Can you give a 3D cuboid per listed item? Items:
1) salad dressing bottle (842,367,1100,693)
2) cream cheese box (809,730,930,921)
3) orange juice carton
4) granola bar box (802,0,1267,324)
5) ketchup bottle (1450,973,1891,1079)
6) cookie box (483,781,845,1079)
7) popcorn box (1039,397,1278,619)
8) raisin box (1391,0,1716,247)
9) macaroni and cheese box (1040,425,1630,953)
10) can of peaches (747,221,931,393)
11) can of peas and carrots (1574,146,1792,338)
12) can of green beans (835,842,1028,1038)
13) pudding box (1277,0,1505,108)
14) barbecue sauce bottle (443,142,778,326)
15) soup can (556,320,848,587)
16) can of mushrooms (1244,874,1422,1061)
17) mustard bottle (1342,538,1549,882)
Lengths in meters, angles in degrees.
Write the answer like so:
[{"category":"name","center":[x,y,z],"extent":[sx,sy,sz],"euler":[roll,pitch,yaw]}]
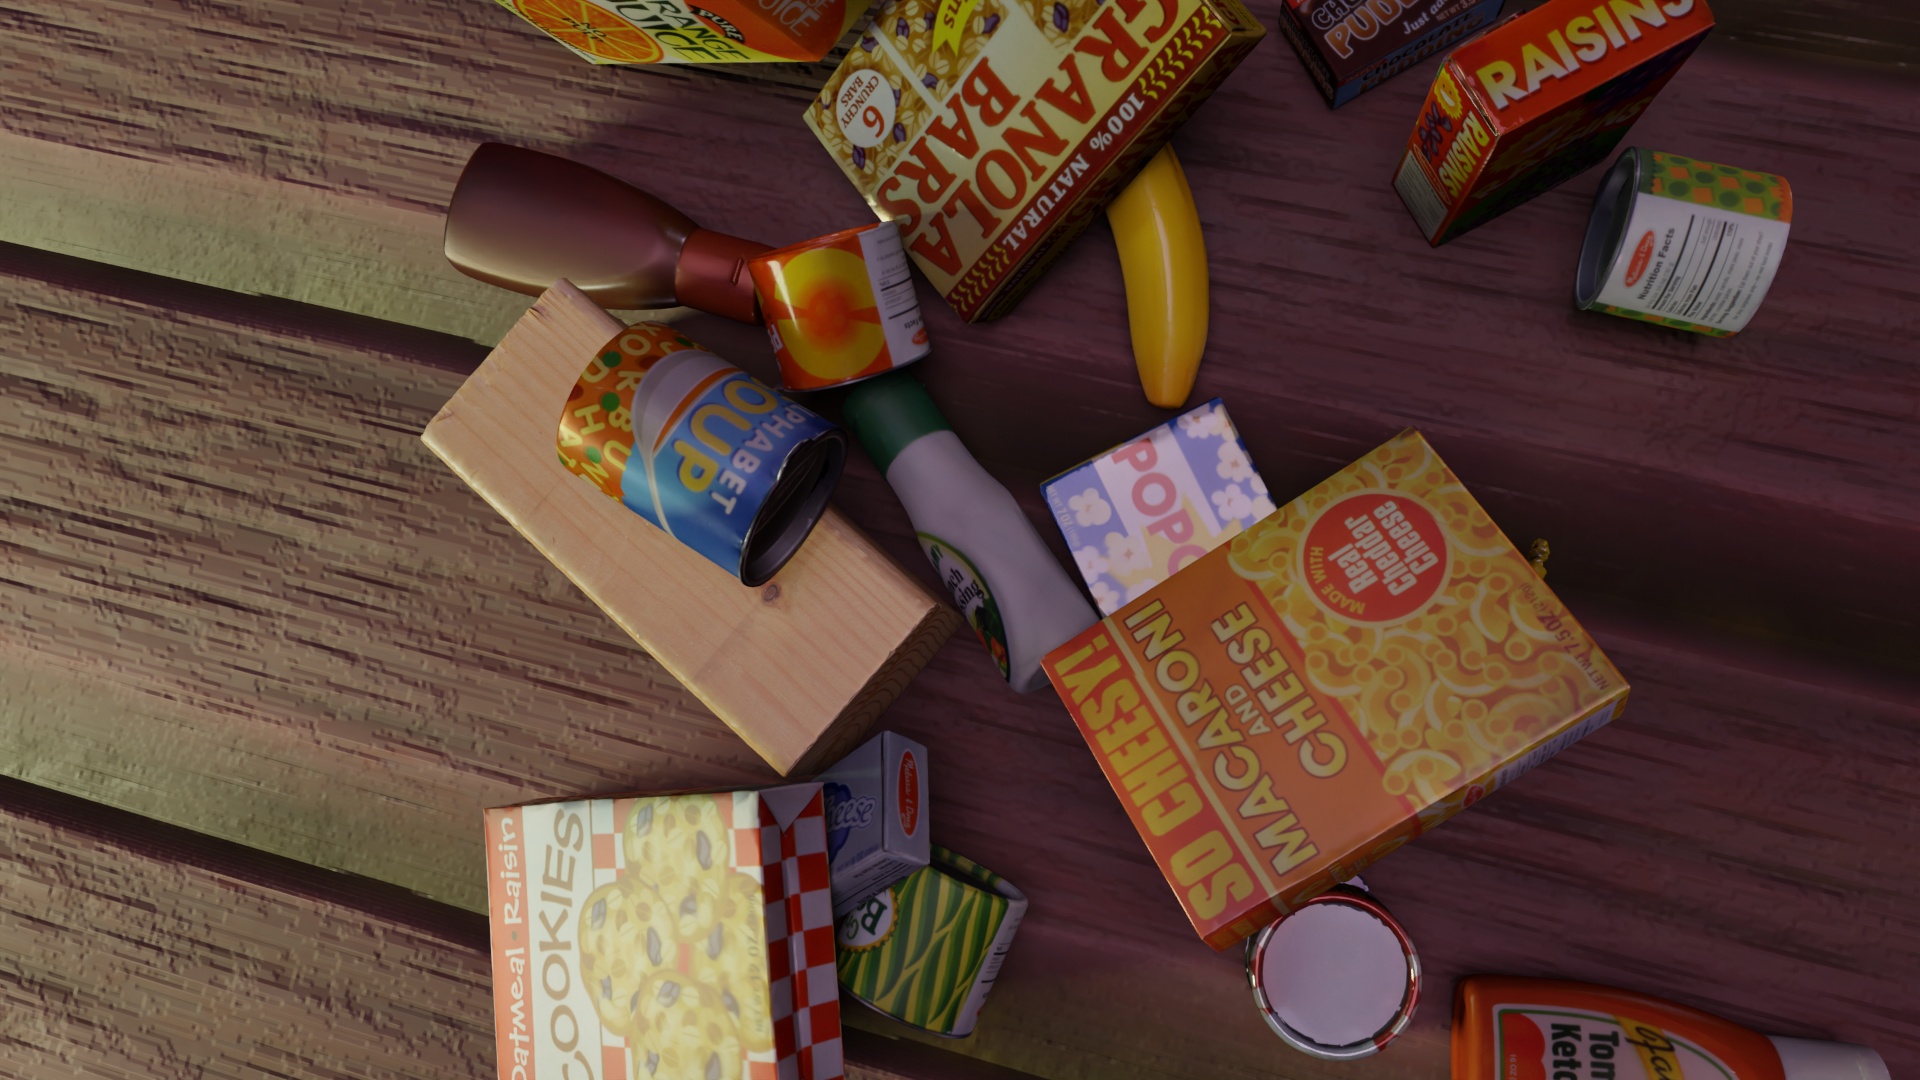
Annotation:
[{"category":"salad dressing bottle","center":[0.002,-0.007,0.584],"extent":[0.044,0.064,0.148],"euler":[-29,69,-13]},{"category":"cream cheese box","center":[-0.054,0.124,0.557],"extent":[0.103,0.024,0.053],"euler":[-38,37,33]},{"category":"orange juice carton","center":[-0.110,-0.251,0.586],"extent":[0.193,0.072,0.073],"euler":[14,85,35]},{"category":"granola bar box","center":[0.023,-0.190,0.573],"extent":[0.124,0.039,0.164],"euler":[53,125,10]},{"category":"ketchup bottle","center":[0.267,0.204,0.529],"extent":[0.149,0.043,0.065],"euler":[3,83,8]},{"category":"cookie box","center":[-0.122,0.162,0.553],"extent":[0.167,0.040,0.123],"euler":[-11,81,36]},{"category":"popcorn box","center":[0.098,0.015,0.578],"extent":[0.085,0.038,0.127],"euler":[-26,80,4]},{"category":"raisin box","center":[0.224,-0.168,0.541],"extent":[0.086,0.123,0.040],"euler":[-27,81,5]},{"category":"macaroni and cheese box","center":[0.132,0.054,0.510],"extent":[0.166,0.040,0.124],"euler":[-32,60,4]},{"category":"can of peaches","center":[-0.054,-0.099,0.591],"extent":[0.071,0.071,0.058],"euler":[-13,107,6]},{"category":"can of peas and carrots","center":[0.287,-0.120,0.557],"extent":[0.059,0.071,0.071],"euler":[14,85,9]},{"category":"can of green beans","center":[-0.013,0.158,0.562],"extent":[0.071,0.071,0.058],"euler":[24,87,10]},{"category":"pudding box","center":[0.187,-0.232,0.601],"extent":[0.084,0.030,0.050],"euler":[-28,79,3]},{"category":"barbecue sauce bottle","center":[-0.155,-0.133,0.630],"extent":[0.148,0.043,0.065],"euler":[16,86,9]},{"category":"soup can","center":[-0.093,-0.034,0.504],"extent":[0.084,0.071,0.071],"euler":[31,88,10]},{"category":"can of mushrooms","center":[0.148,0.169,0.555],"extent":[0.071,0.033,0.071],"euler":[-1,83,9]},{"category":"mustard bottle","center":[0.185,0.062,0.548],"extent":[0.049,0.065,0.160],"euler":[41,87,15]}]
